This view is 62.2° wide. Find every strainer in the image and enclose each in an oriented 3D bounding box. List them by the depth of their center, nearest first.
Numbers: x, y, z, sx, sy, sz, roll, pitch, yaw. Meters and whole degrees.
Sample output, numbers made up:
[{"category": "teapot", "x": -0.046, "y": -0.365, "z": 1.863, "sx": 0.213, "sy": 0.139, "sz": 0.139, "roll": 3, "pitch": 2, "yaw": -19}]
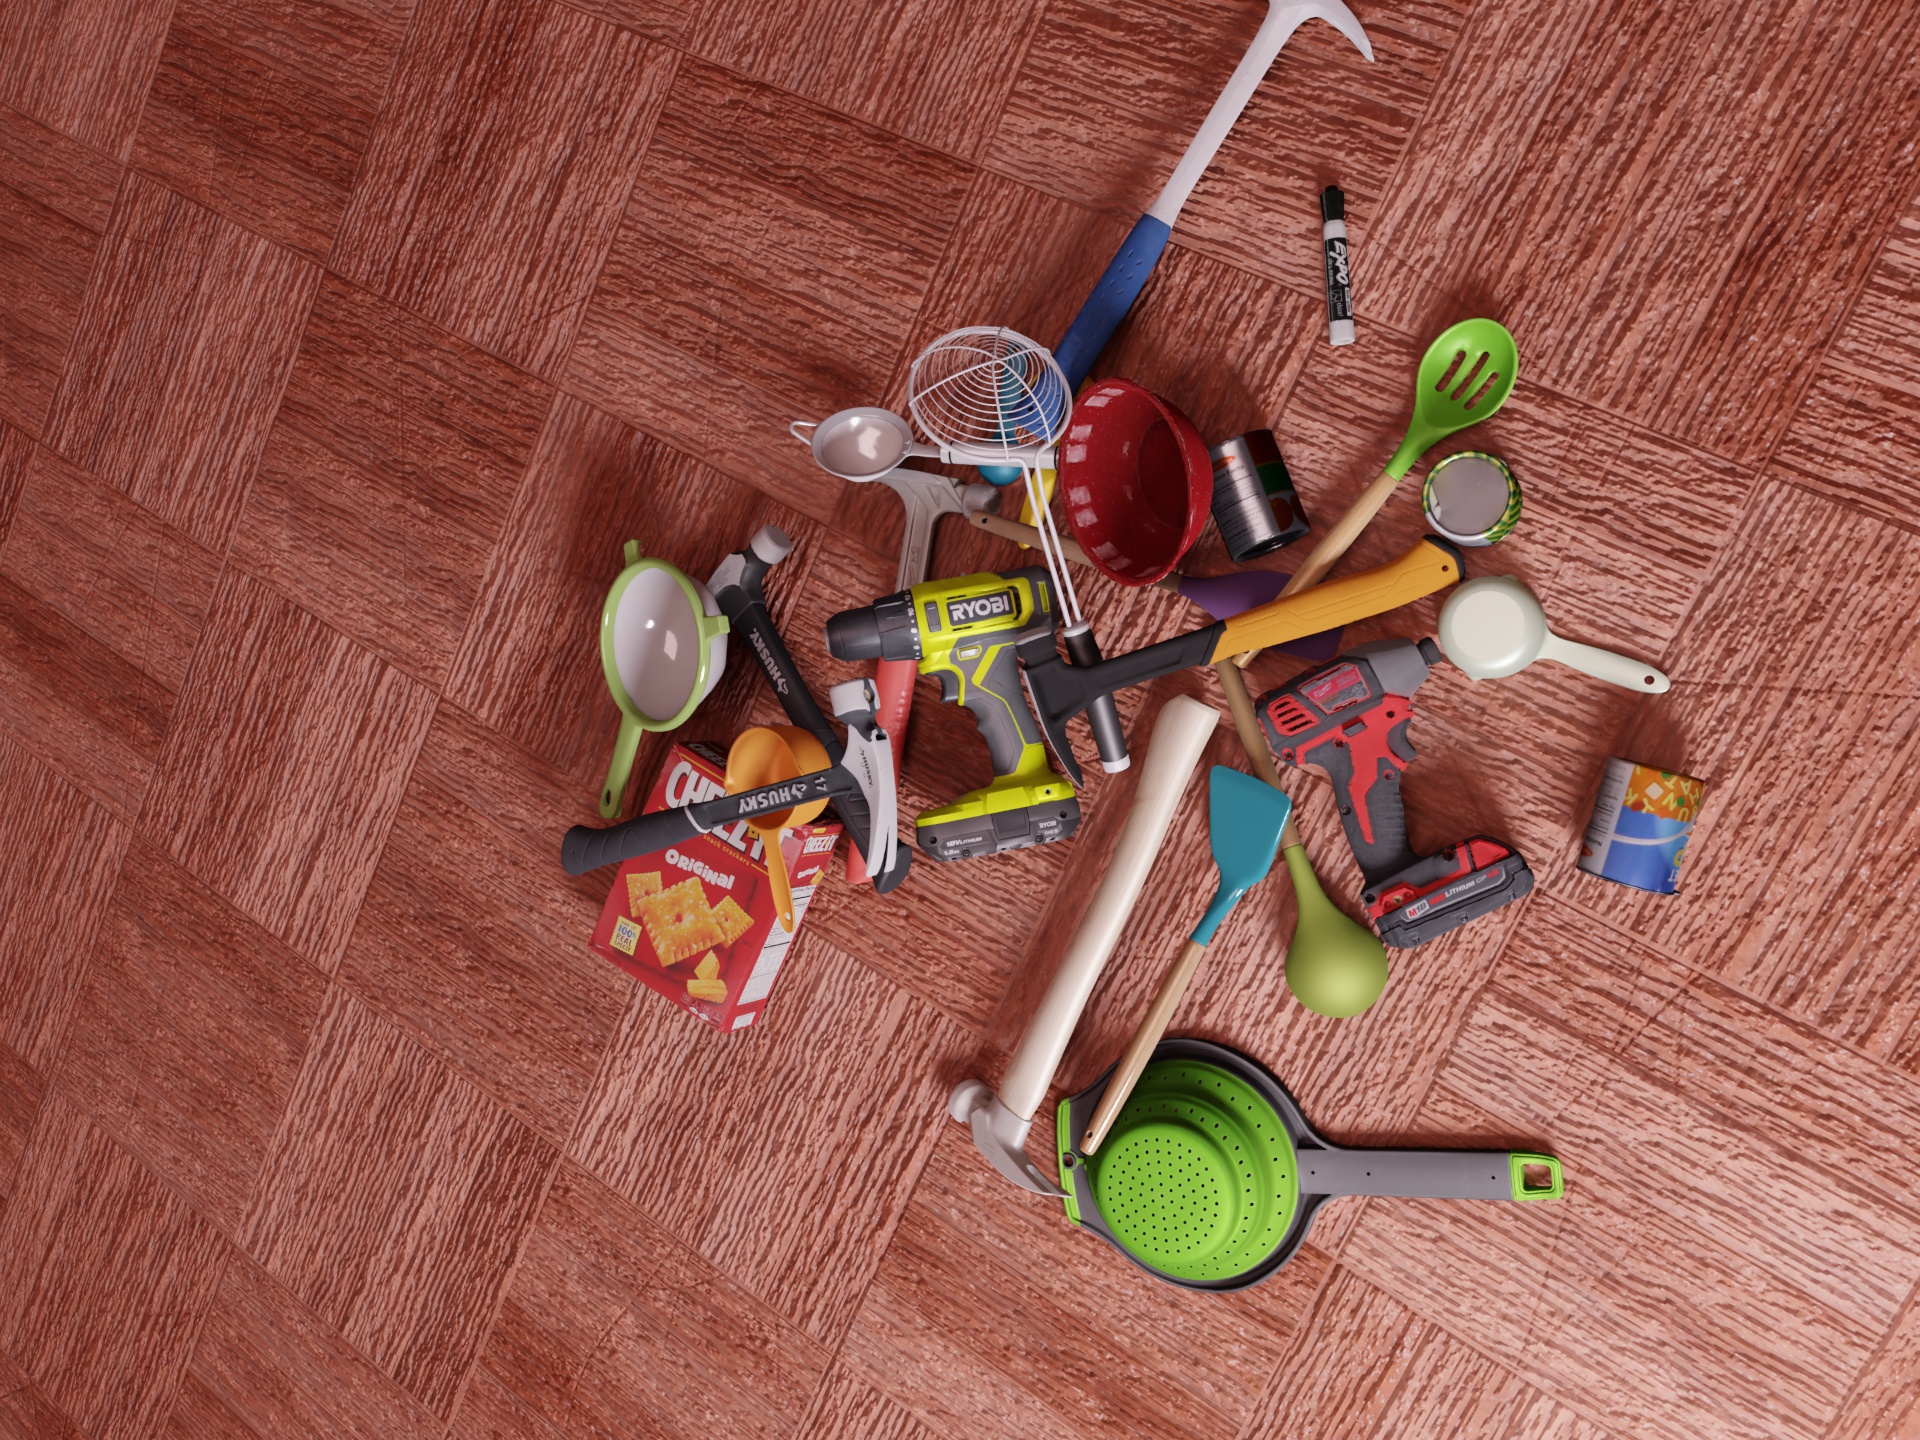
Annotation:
[{"category": "strainer", "x": -0.018, "y": -0.222, "z": 1.324, "sx": 0.258, "sy": 0.050, "sz": 0.087, "roll": 6, "pitch": 54, "yaw": 17}, {"category": "strainer", "x": -0.263, "y": -0.023, "z": 1.414, "sx": 0.152, "sy": 0.069, "sz": 0.256, "roll": 39, "pitch": 121, "yaw": 33}]

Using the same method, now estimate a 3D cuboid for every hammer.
[{"category": "hammer", "x": 0.217, "y": -0.059, "z": 1.208, "sx": 0.337, "sy": 0.034, "sz": 0.127, "roll": -19, "pitch": 103, "yaw": 8}, {"category": "hammer", "x": 0.166, "y": -0.400, "z": 1.252, "sx": 0.144, "sy": 0.035, "sz": 0.405, "roll": 35, "pitch": 99, "yaw": 19}, {"category": "hammer", "x": 0.115, "y": 0.176, "z": 1.274, "sx": 0.146, "sy": 0.038, "sz": 0.410, "roll": 33, "pitch": 102, "yaw": 53}, {"category": "hammer", "x": -0.205, "y": 0.083, "z": 1.330, "sx": 0.409, "sy": 0.036, "sz": 0.149, "roll": -17, "pitch": 85, "yaw": 39}, {"category": "hammer", "x": -0.065, "y": -0.037, "z": 1.379, "sx": 0.149, "sy": 0.036, "sz": 0.359, "roll": 12, "pitch": 95, "yaw": 24}, {"category": "hammer", "x": -0.136, "y": 0.003, "z": 1.381, "sx": 0.146, "sy": 0.035, "sz": 0.335, "roll": -42, "pitch": 67, "yaw": 28}]

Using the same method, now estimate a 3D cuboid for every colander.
[{"category": "colander", "x": 0.246, "y": 0.351, "z": 1.211, "sx": 0.397, "sy": 0.094, "sz": 0.204, "roll": -6, "pitch": 88, "yaw": 24}]

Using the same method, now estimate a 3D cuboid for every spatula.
[{"category": "spatula", "x": 0.164, "y": 0.191, "z": 1.231, "sx": 0.082, "sy": 0.044, "sz": 0.317, "roll": 26, "pitch": 88, "yaw": 46}, {"category": "spatula", "x": 0.153, "y": -0.119, "z": 1.276, "sx": 0.316, "sy": 0.018, "sz": 0.060, "roll": 19, "pitch": 94, "yaw": 16}]

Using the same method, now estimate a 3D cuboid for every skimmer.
[{"category": "skimmer", "x": 0.062, "y": -0.132, "z": 1.257, "sx": 0.127, "sy": 0.090, "sz": 0.363, "roll": -24, "pitch": 108, "yaw": -18}]

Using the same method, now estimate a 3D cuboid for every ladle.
[{"category": "ladle", "x": 0.250, "y": 0.075, "z": 1.241, "sx": 0.078, "sy": 0.062, "sz": 0.320, "roll": -20, "pitch": 75, "yaw": 8}]

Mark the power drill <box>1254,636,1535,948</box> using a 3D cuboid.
[{"category": "power drill", "x": 0.327, "y": 0.048, "z": 1.179, "sx": 0.143, "sy": 0.078, "sz": 0.220, "roll": -28, "pitch": 75, "yaw": 11}]

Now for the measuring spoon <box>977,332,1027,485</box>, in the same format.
[{"category": "measuring spoon", "x": 0.037, "y": -0.262, "z": 1.336, "sx": 0.042, "sy": 0.021, "sz": 0.128, "roll": 11, "pitch": 96, "yaw": 24}]

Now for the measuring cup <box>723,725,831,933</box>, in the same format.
[{"category": "measuring cup", "x": -0.142, "y": 0.089, "z": 1.336, "sx": 0.095, "sy": 0.052, "sz": 0.173, "roll": -9, "pitch": 91, "yaw": 39}]

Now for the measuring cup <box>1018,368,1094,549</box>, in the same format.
[{"category": "measuring cup", "x": 0.069, "y": -0.219, "z": 1.318, "sx": 0.062, "sy": 0.029, "sz": 0.156, "roll": 17, "pitch": 95, "yaw": 23}]

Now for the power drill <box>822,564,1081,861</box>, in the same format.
[{"category": "power drill", "x": -0.002, "y": -0.004, "z": 1.299, "sx": 0.190, "sy": 0.080, "sz": 0.228, "roll": -11, "pitch": 88, "yaw": -4}]

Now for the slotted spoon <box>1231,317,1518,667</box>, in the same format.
[{"category": "slotted spoon", "x": 0.307, "y": -0.166, "z": 1.206, "sx": 0.070, "sy": 0.031, "sz": 0.313, "roll": 42, "pitch": 105, "yaw": 20}]

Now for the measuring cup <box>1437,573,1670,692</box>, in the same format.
[{"category": "measuring cup", "x": 0.428, "y": -0.053, "z": 1.153, "sx": 0.168, "sy": 0.038, "sz": 0.083, "roll": 23, "pitch": 100, "yaw": 24}]
